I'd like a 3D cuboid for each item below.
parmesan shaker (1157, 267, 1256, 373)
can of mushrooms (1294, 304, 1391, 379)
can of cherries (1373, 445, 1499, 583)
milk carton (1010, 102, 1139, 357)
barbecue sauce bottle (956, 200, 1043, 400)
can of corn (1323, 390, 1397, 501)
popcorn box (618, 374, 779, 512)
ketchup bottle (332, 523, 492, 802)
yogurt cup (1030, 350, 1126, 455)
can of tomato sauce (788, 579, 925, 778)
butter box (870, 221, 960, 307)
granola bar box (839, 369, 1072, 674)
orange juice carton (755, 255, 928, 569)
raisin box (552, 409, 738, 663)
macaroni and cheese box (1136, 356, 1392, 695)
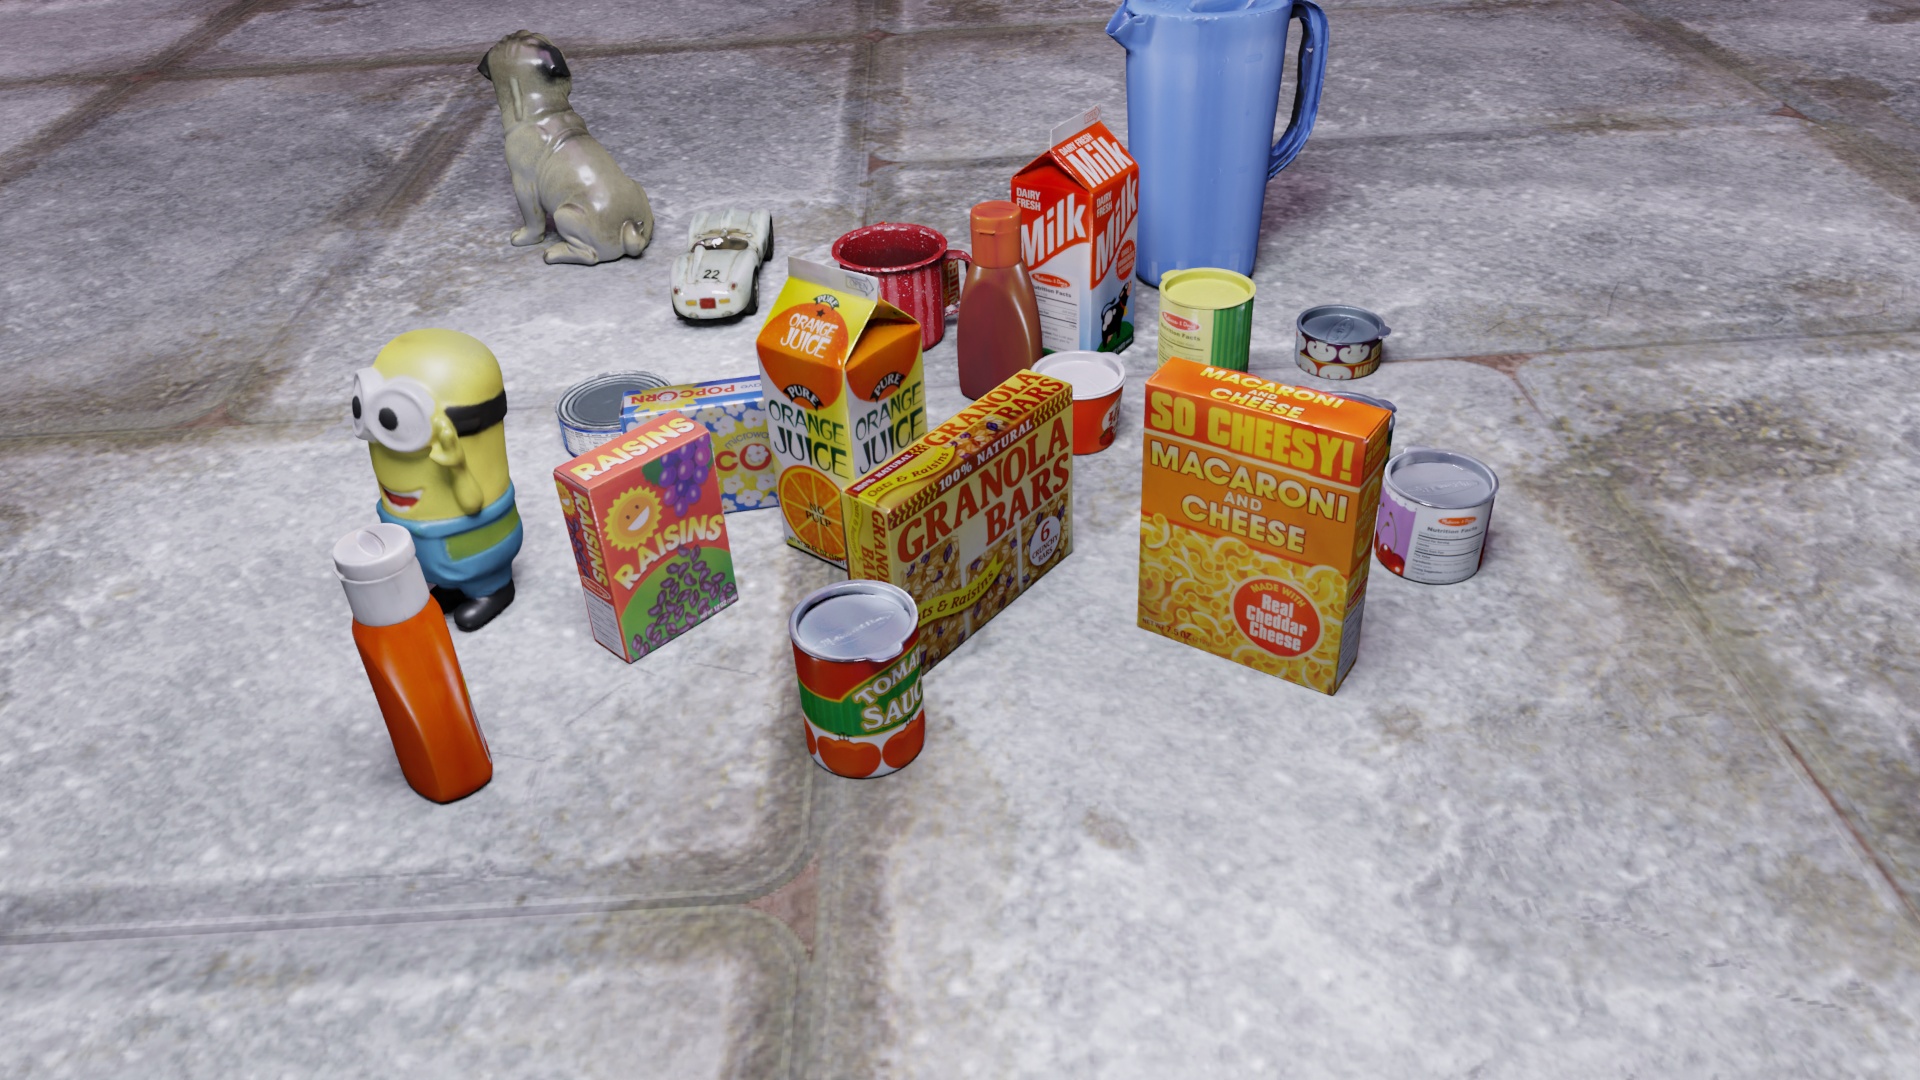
[{"bbox_3d":[0.172,-0.135,0.995,0.071,0.102,0.072,-2,35,2],"label":"parmesan shaker"},{"bbox_3d":[0.294,-0.153,1.070,0.071,0.033,0.071,-2,35,2],"label":"can of mushrooms"},{"bbox_3d":[0.291,-0.016,0.855,0.071,0.058,0.072,-2,35,2],"label":"can of cherries"},{"bbox_3d":[0.088,-0.231,1.062,0.073,0.189,0.073,20,41,29],"label":"milk carton"},{"bbox_3d":[0.028,-0.173,1.020,0.065,0.147,0.044,11,37,19],"label":"barbecue sauce bottle"},{"bbox_3d":[0.252,-0.058,0.917,0.071,0.058,0.071,-2,35,2],"label":"can of corn"},{"bbox_3d":[-0.157,-0.063,0.933,0.127,0.084,0.038,-8,35,-7],"label":"popcorn box"},{"bbox_3d":[-0.280,0.062,0.709,0.044,0.148,0.065,-27,41,-30],"label":"ketchup bottle"},{"bbox_3d":[0.083,-0.097,0.990,0.072,0.053,0.073,-2,35,2],"label":"yogurt cup"},{"bbox_3d":[-0.051,0.074,0.731,0.071,0.082,0.071,-2,35,2],"label":"can of tomato sauce"},{"bbox_3d":[-0.042,-0.235,1.197,0.024,0.052,0.104,-28,42,-31],"label":"butter box"},{"bbox_3d":[0.003,-0.010,0.811,0.039,0.123,0.166,23,43,32],"label":"granola bar box"},{"bbox_3d":[-0.070,-0.081,0.858,0.072,0.191,0.073,22,42,31],"label":"orange juice carton"},{"bbox_3d":[-0.182,-0.002,0.815,0.040,0.122,0.086,27,45,36],"label":"raisin box"},{"bbox_3d":[0.160,-0.008,0.759,0.124,0.165,0.040,19,40,28],"label":"macaroni and cheese box"}]
